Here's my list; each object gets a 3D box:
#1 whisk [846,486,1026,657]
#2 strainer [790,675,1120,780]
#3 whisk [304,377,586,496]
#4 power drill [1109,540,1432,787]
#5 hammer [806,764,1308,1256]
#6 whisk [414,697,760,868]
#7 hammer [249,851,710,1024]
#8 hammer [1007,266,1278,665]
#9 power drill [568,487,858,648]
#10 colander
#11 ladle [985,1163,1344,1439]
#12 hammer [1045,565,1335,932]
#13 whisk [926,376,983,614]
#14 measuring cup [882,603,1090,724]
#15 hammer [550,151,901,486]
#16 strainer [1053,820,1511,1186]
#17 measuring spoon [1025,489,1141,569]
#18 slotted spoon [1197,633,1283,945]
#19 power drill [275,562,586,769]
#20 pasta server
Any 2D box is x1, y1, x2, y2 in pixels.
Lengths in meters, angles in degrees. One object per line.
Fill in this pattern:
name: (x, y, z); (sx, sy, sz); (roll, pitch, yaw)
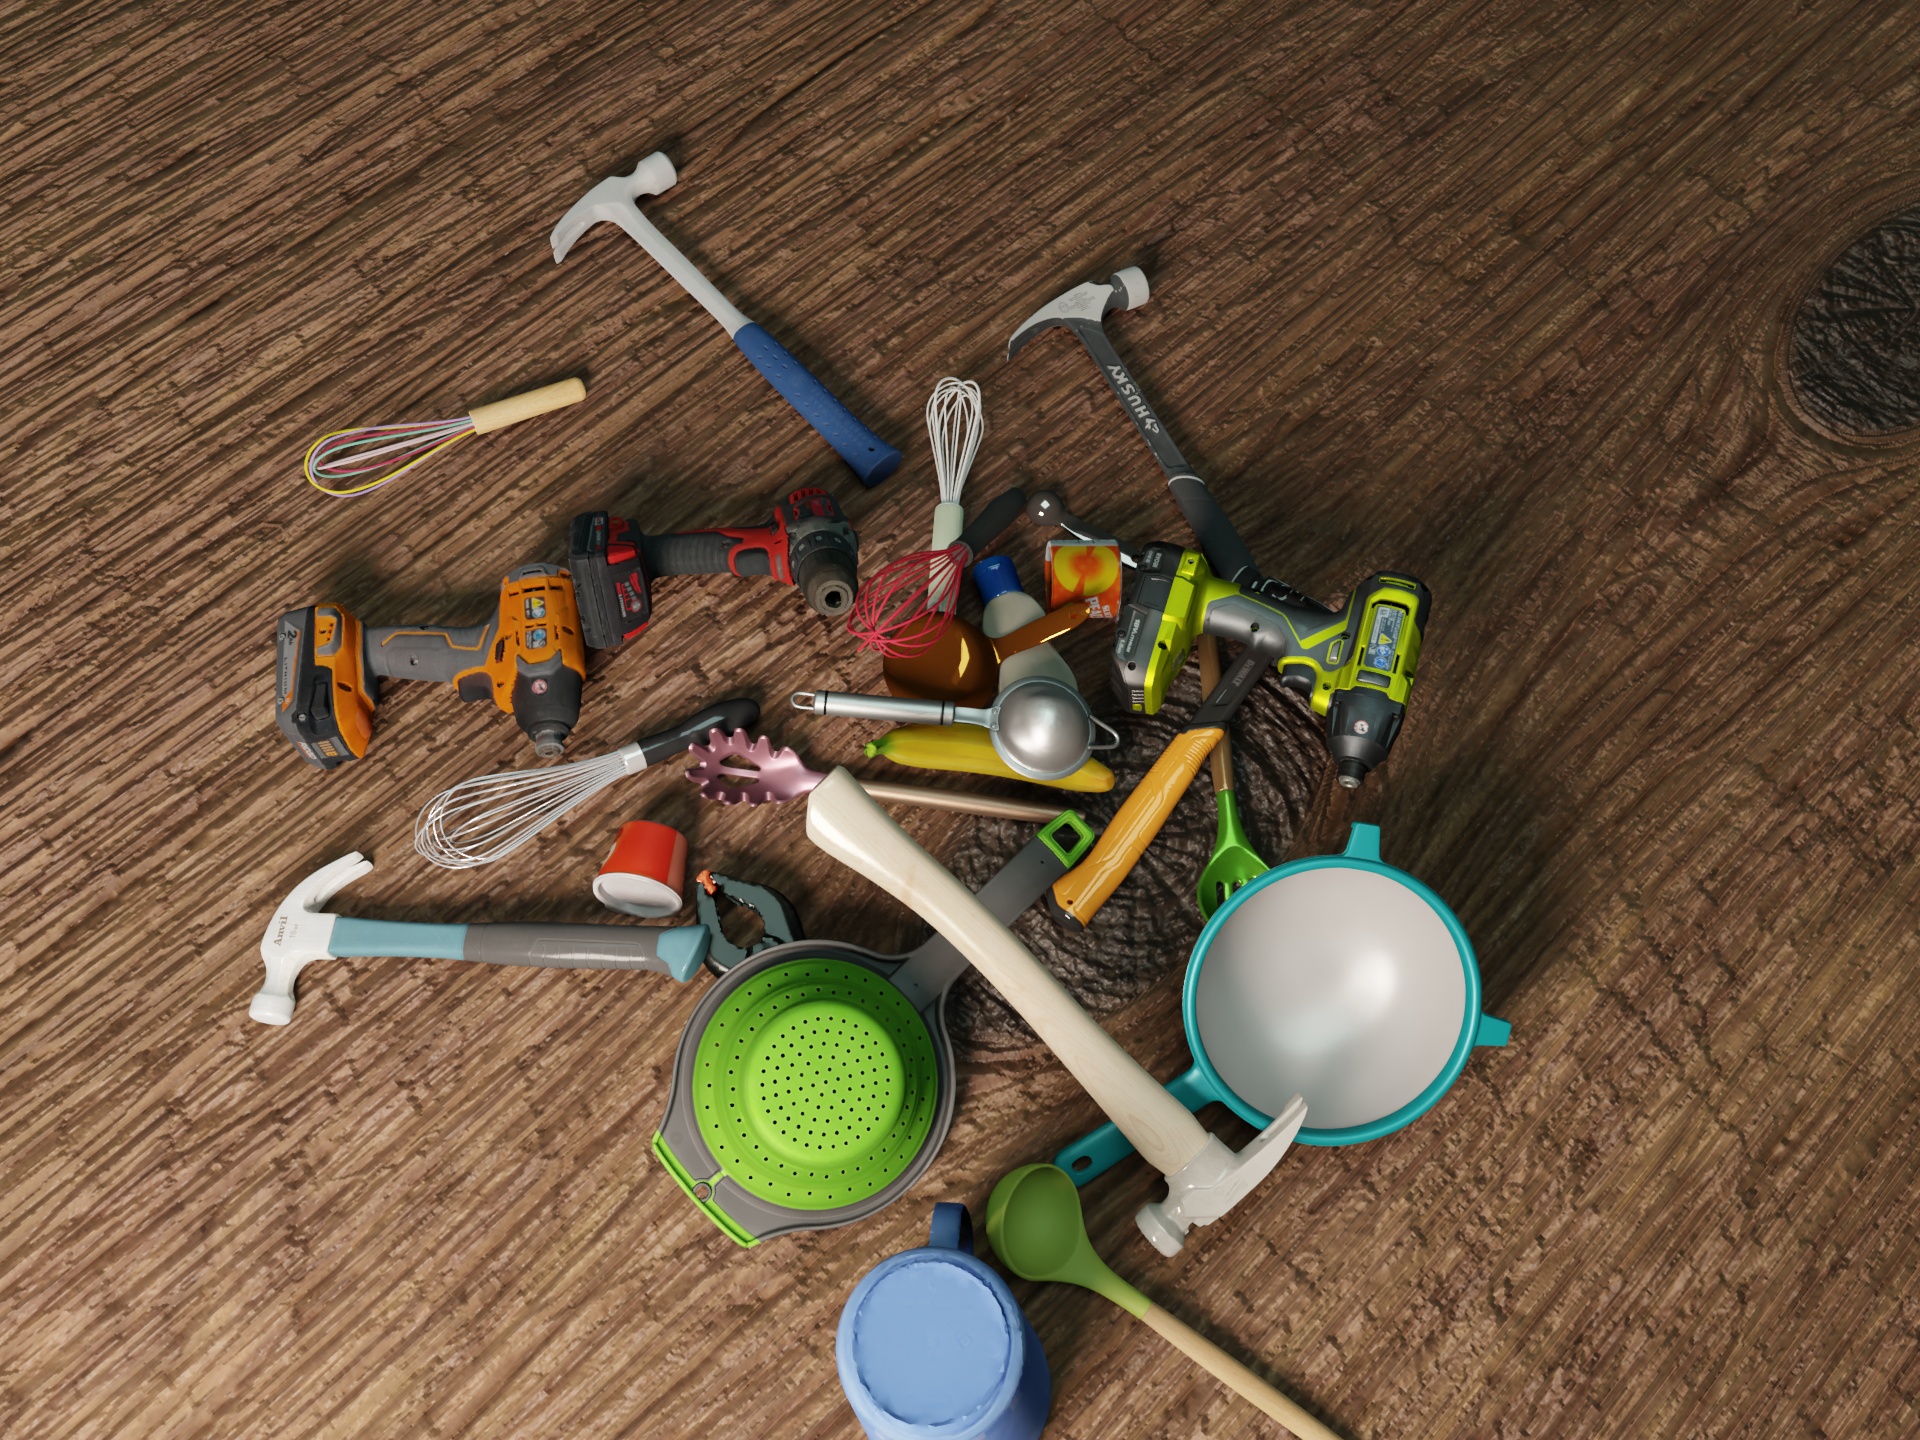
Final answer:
whisk: (-0.008, -0.126, 1.272); (0.073, 0.073, 0.296); (28, 37, 9)
strainer: (-0.002, -0.004, 1.222); (0.258, 0.050, 0.087); (5, 68, -2)
whisk: (-0.443, -0.254, 1.373); (0.245, 0.051, 0.047); (-22, 63, -16)
power drill: (0.235, -0.048, 1.225); (0.223, 0.080, 0.171); (14, 68, 14)
hammer: (0.056, 0.180, 1.097); (0.146, 0.038, 0.410); (-44, 95, 3)
whisk: (-0.286, 0.042, 1.239); (0.284, 0.070, 0.070); (-24, 69, -19)
hammer: (-0.351, 0.166, 1.176); (0.331, 0.033, 0.128); (2, 64, 4)
hammer: (0.184, -0.222, 1.397); (0.149, 0.036, 0.409); (-23, 69, -12)
power drill: (-0.190, -0.120, 1.265); (0.226, 0.080, 0.188); (-10, 29, -7)
colander: (-0.041, 0.199, 1.132); (0.397, 0.094, 0.204); (-43, 87, -16)
ladle: (0.153, 0.419, 1.093); (0.320, 0.062, 0.078); (34, 58, 9)
hammer: (0.185, 0.032, 1.258); (0.127, 0.034, 0.337); (33, 75, 23)
whisk: (-0.009, -0.187, 1.367); (0.058, 0.059, 0.246); (-14, 63, 39)
measuring cup: (0.018, -0.060, 1.267); (0.173, 0.052, 0.095); (-23, 71, 16)
hammer: (-0.206, -0.354, 1.434); (0.144, 0.035, 0.406); (-38, 73, -18)
strainer: (0.210, 0.230, 1.169); (0.340, 0.095, 0.211); (-34, 96, 5)
measuring spoon: (0.112, -0.165, 1.375); (0.124, 0.018, 0.034); (31, 67, 10)
slotted spoon: (0.213, 0.035, 1.286); (0.070, 0.031, 0.314); (-2, 64, -2)
power drill: (-0.406, -0.030, 1.239); (0.226, 0.084, 0.164); (-10, 60, -5)
pasta server: (-0.057, 0.055, 1.256); (0.316, 0.040, 0.060); (8, 80, -1)
